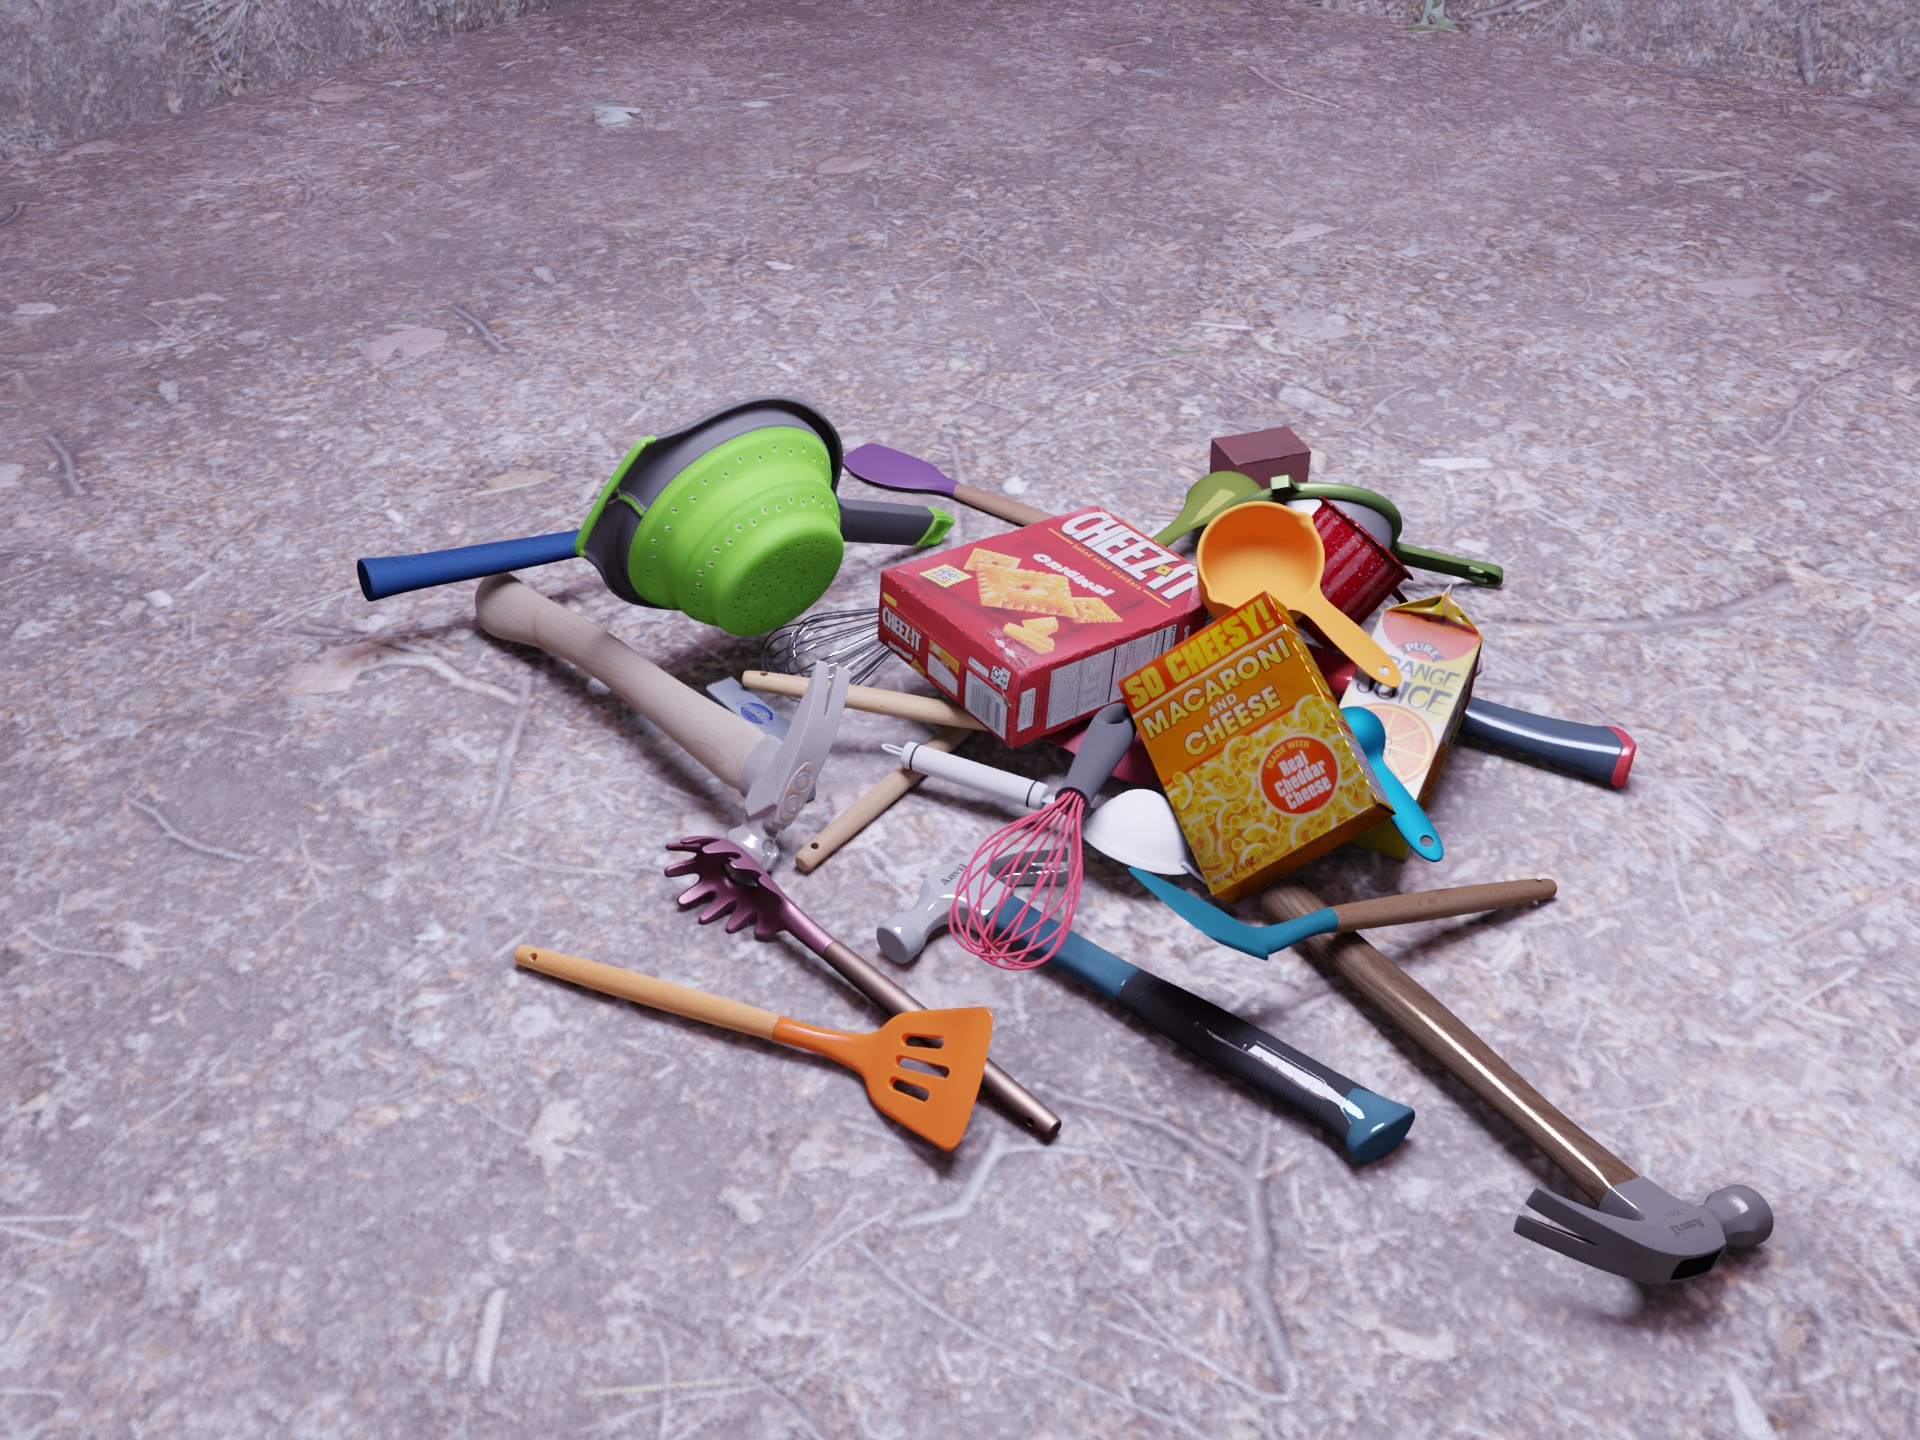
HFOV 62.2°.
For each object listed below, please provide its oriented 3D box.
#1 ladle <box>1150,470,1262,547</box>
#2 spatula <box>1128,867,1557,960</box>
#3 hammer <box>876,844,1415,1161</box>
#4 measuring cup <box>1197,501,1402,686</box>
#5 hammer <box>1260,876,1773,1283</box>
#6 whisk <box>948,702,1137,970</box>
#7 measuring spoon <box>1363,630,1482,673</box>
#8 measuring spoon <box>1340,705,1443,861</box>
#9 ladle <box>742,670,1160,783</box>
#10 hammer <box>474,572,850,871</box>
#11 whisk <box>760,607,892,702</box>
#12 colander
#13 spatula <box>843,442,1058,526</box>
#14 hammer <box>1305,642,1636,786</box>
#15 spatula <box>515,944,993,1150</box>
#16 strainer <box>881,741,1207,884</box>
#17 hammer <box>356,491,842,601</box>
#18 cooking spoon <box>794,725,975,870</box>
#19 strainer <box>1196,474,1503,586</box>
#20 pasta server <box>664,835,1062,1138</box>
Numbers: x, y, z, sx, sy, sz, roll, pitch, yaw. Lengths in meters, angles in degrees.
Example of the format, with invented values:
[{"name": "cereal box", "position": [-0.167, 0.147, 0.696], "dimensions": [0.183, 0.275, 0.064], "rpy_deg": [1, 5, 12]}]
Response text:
[{"name": "ladle", "position": [0.144, -0.124, 1.339], "dimensions": [0.320, 0.062, 0.078], "rpy_deg": [-35, 53, -27]}, {"name": "spatula", "position": [0.249, 0.110, 0.967], "dimensions": [0.317, 0.044, 0.082], "rpy_deg": [-4, 24, -27]}, {"name": "hammer", "position": [0.113, 0.168, 0.957], "dimensions": [0.331, 0.033, 0.128], "rpy_deg": [26, 46, 31]}, {"name": "measuring cup", "position": [0.238, -0.076, 1.111], "dimensions": [0.095, 0.052, 0.174], "rpy_deg": [-41, 72, -10]}, {"name": "hammer", "position": [0.285, 0.191, 0.908], "dimensions": [0.130, 0.031, 0.332], "rpy_deg": [-4, 31, -32]}, {"name": "whisk", "position": [0.064, 0.061, 0.995], "dimensions": [0.073, 0.073, 0.296], "rpy_deg": [12, 31, 16]}, {"name": "measuring spoon", "position": [0.352, -0.062, 1.261], "dimensions": [0.124, 0.018, 0.034], "rpy_deg": [16, 41, 22]}, {"name": "measuring spoon", "position": [0.273, 0.036, 1.018], "dimensions": [0.042, 0.021, 0.129], "rpy_deg": [-22, 52, -5]}, {"name": "ladle", "position": [-0.002, -0.004, 1.146], "dimensions": [0.315, 0.031, 0.069], "rpy_deg": [10, 35, 1]}, {"name": "hammer", "position": [-0.241, -0.041, 1.177], "dimensions": [0.411, 0.146, 0.038], "rpy_deg": [29, 7, 39]}, {"name": "whisk", "position": [-0.042, -0.082, 1.269], "dimensions": [0.284, 0.070, 0.070], "rpy_deg": [-27, 44, -36]}, {"name": "colander", "position": [-0.106, -0.134, 1.227], "dimensions": [0.095, 0.204, 0.397], "rpy_deg": [50, 28, 22]}, {"name": "spatula", "position": [0.017, -0.202, 1.451], "dimensions": [0.316, 0.018, 0.060], "rpy_deg": [24, 45, 31]}, {"name": "hammer", "position": [0.301, -0.020, 1.193], "dimensions": [0.386, 0.038, 0.143], "rpy_deg": [21, 44, 26]}, {"name": "spatula", "position": [-0.132, 0.175, 0.944], "dimensions": [0.323, 0.041, 0.081], "rpy_deg": [11, 74, 20]}, {"name": "strainer", "position": [0.060, 0.053, 1.087], "dimensions": [0.258, 0.050, 0.087], "rpy_deg": [17, 19, 19]}, {"name": "hammer", "position": [-0.283, -0.152, 1.310], "dimensions": [0.405, 0.035, 0.144], "rpy_deg": [-15, 24, -30]}, {"name": "cooking spoon", "position": [-0.012, 0.017, 1.167], "dimensions": [0.069, 0.017, 0.319], "rpy_deg": [35, 49, 18]}, {"name": "strainer", "position": [0.329, -0.119, 1.293], "dimensions": [0.256, 0.151, 0.069], "rpy_deg": [10, 68, -15]}, {"name": "pasta server", "position": [-0.066, 0.158, 0.968], "dimensions": [0.316, 0.060, 0.040], "rpy_deg": [33, 41, 30]}]
